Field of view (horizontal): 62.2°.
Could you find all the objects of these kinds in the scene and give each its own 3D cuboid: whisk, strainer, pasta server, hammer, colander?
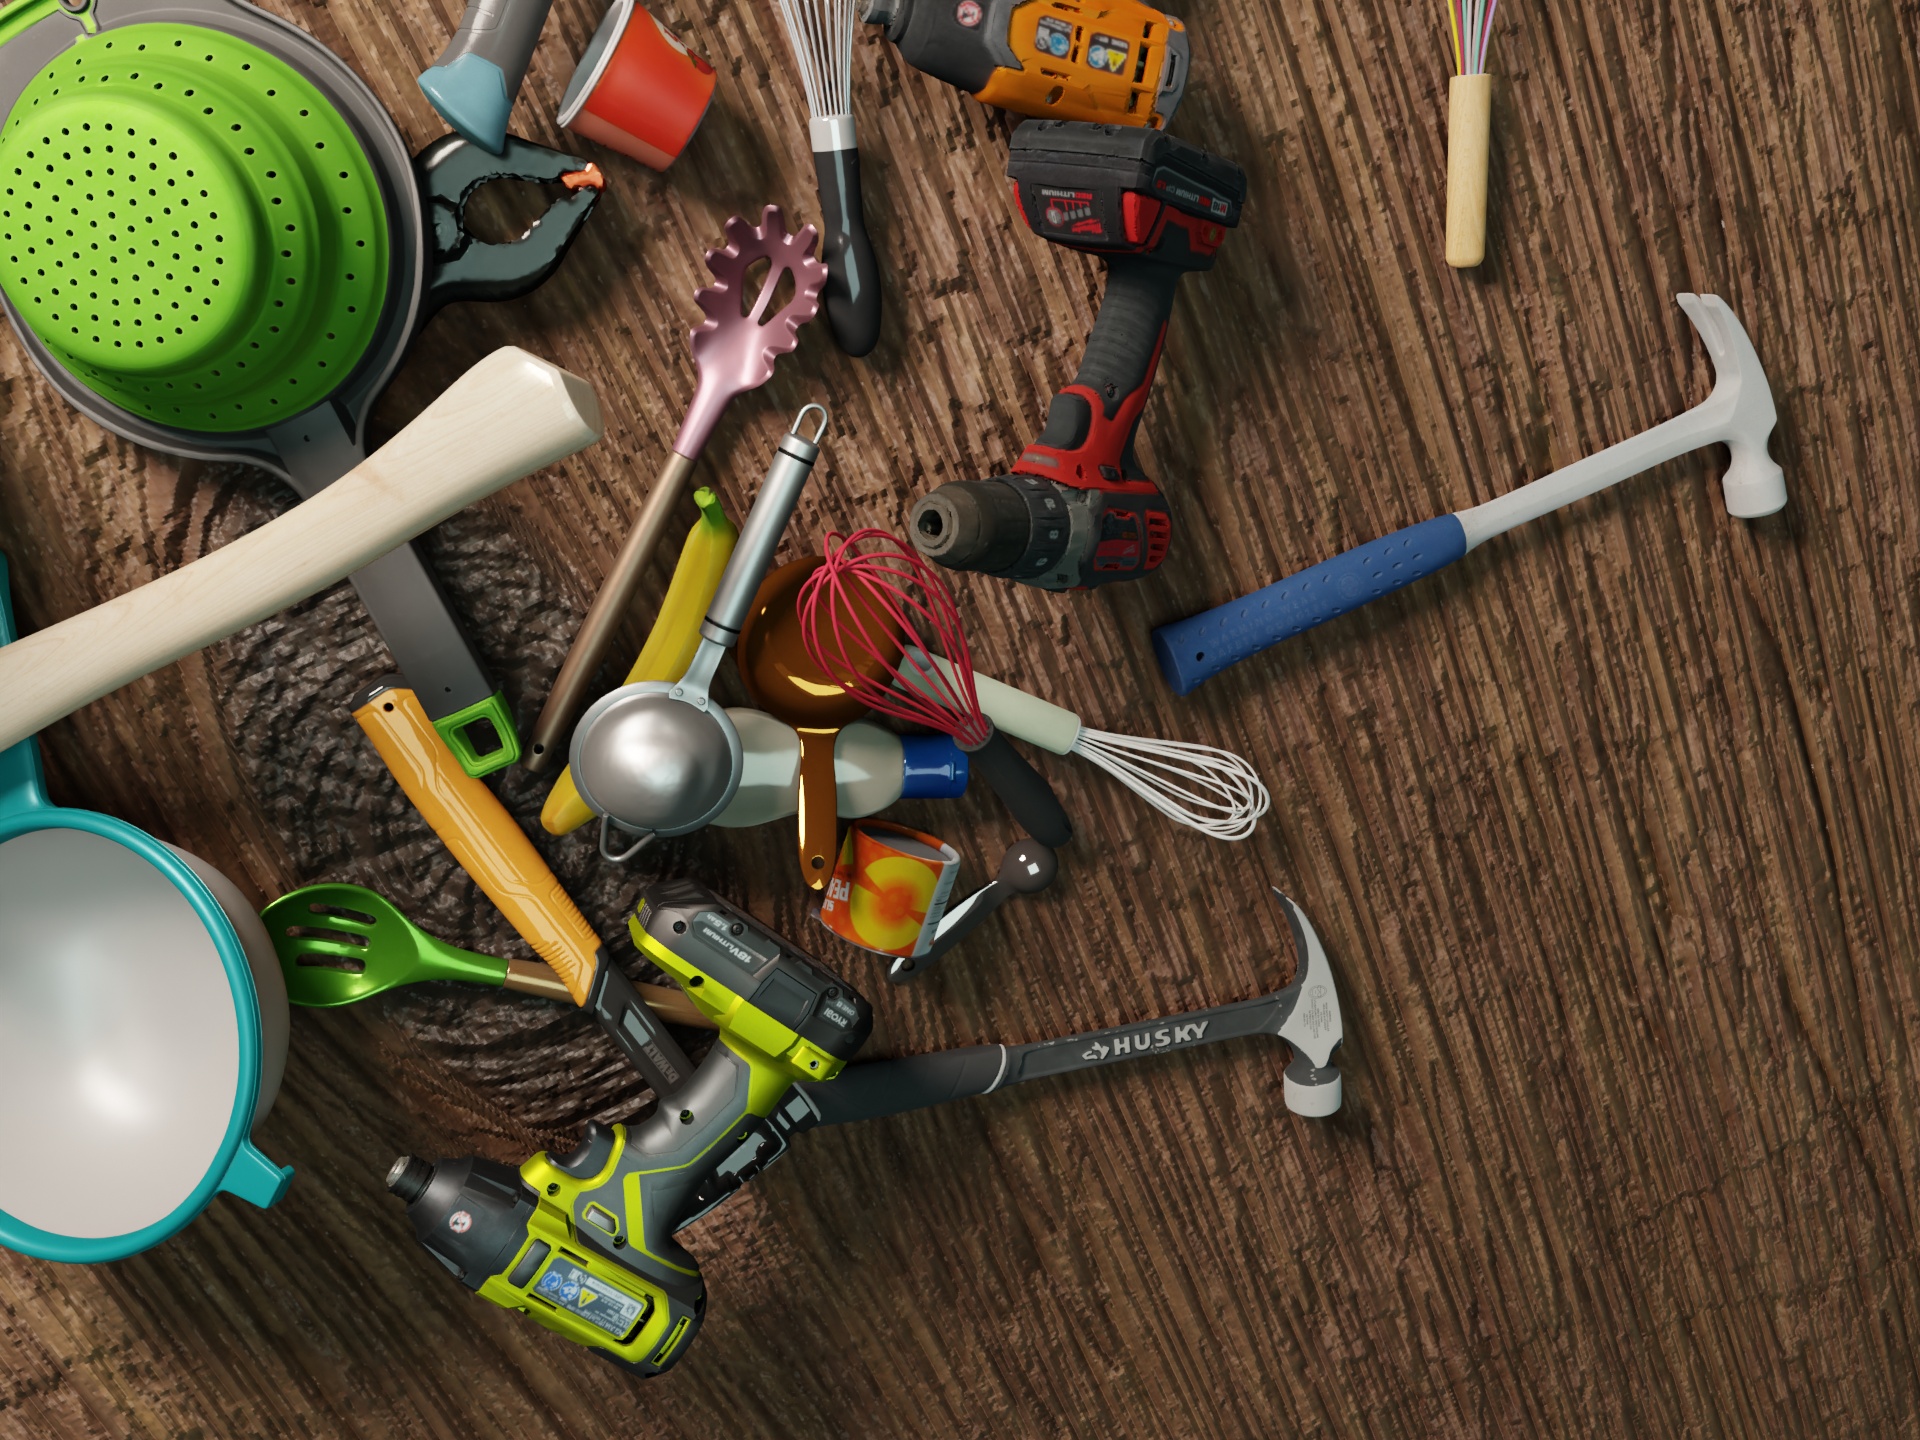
[{"bbox_3d":[0.280,-0.371,0.857,0.047,0.051,0.244,-11,111,-18],"label":"whisk"},{"bbox_3d":[-0.420,0.083,0.776,0.211,0.095,0.340,-14,87,14],"label":"strainer"},{"bbox_3d":[-0.155,-0.112,0.815,0.060,0.040,0.316,27,98,-5],"label":"pasta server"},{"bbox_3d":[-0.215,0.122,0.842,0.127,0.034,0.336,-36,104,-14],"label":"hammer"},{"bbox_3d":[-0.310,-0.138,0.709,0.204,0.094,0.397,-23,107,6],"label":"colander"},{"bbox_3d":[-0.123,-0.037,0.782,0.086,0.050,0.258,22,99,-17],"label":"strainer"},{"bbox_3d":[0.300,-0.119,0.934,0.405,0.035,0.144,-24,110,-7],"label":"hammer"},{"bbox_3d":[0.038,0.201,0.954,0.409,0.036,0.149,-8,106,-12],"label":"hammer"},{"bbox_3d":[-0.167,-0.419,0.714,0.128,0.033,0.331,21,92,-20],"label":"hammer"},{"bbox_3d":[-0.066,-0.319,0.772,0.070,0.070,0.284,-11,112,-12],"label":"whisk"},{"bbox_3d":[-0.001,-0.003,0.819,0.073,0.073,0.295,-41,141,-1],"label":"whisk"},{"bbox_3d":[0.069,0.011,0.907,0.246,0.059,0.058,22,55,-15],"label":"whisk"},{"bbox_3d":[-0.330,-0.039,0.683,0.410,0.038,0.146,-24,87,13],"label":"hammer"}]

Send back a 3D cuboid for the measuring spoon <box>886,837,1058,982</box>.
[{"bbox_3d":[0.007,0.115,0.930,0.124,0.018,0.034,-39,111,-1],"label":"measuring spoon"}]

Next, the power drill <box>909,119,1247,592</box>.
[{"bbox_3d":[0.055,-0.175,0.792,0.188,0.080,0.226,-8,112,-53],"label":"power drill"}]

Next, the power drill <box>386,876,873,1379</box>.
[{"bbox_3d":[-0.163,0.199,0.808,0.171,0.080,0.223,37,83,-18],"label":"power drill"}]

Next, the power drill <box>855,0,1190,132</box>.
[{"bbox_3d":[0.042,-0.406,0.751,0.164,0.084,0.226,5,101,-22],"label":"power drill"}]

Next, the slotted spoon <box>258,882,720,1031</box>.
[{"bbox_3d":[-0.225,0.146,0.874,0.313,0.031,0.070,15,98,-20],"label":"slotted spoon"}]

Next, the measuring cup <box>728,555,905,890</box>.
[{"bbox_3d":[-0.072,-0.001,0.823,0.095,0.052,0.174,1,78,-11],"label":"measuring cup"}]
